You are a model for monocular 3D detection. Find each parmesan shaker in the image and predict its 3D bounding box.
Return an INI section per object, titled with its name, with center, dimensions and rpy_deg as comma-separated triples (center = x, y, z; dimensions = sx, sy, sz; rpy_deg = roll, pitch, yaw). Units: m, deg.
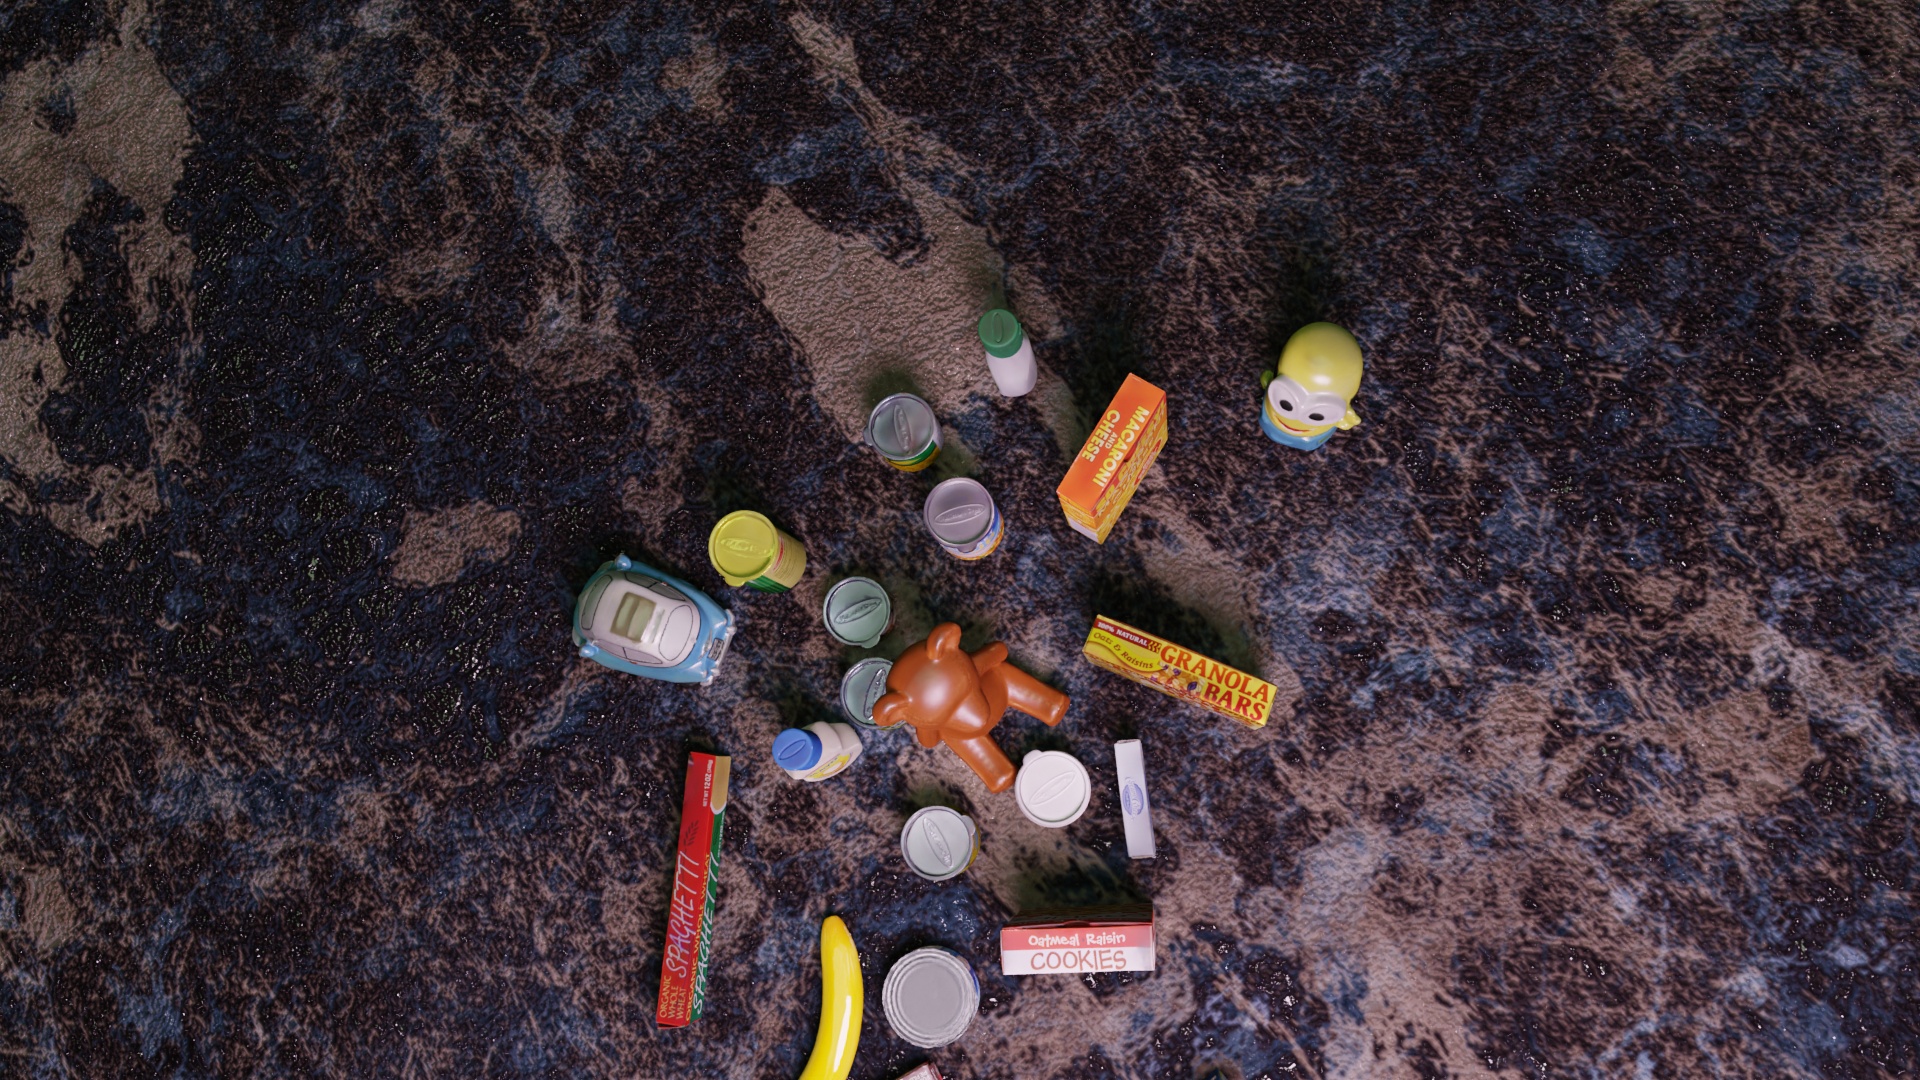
[parmesan shaker]
center = -0.192, 0.015, 1.319
dimensions = 0.071, 0.103, 0.071
rpy_deg = -1, 80, 8

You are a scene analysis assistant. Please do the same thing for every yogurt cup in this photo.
[yogurt cup]
center = 0.086, 0.226, 1.267
dimensions = 0.072, 0.054, 0.072
rpy_deg = -1, 80, 8

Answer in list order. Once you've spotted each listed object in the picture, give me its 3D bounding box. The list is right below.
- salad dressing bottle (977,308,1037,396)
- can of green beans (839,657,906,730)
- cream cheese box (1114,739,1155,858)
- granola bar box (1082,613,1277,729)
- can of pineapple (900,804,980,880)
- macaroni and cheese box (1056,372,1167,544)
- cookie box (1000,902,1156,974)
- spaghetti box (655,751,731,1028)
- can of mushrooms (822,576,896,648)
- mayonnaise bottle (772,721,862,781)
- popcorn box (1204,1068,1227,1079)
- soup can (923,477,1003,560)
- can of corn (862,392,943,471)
[salad dressing bottle]
center = 0.044, -0.177, 1.297
dimensions = 0.044, 0.147, 0.064
rpy_deg = -4, 80, 8
[can of green beans]
center = -0.075, 0.145, 1.303
dimensions = 0.071, 0.057, 0.071
rpy_deg = -1, 80, 8
[cream cheese box]
center = 0.158, 0.233, 1.256
dimensions = 0.024, 0.053, 0.104
rpy_deg = -8, 79, 7
[granola bar box]
center = 0.194, 0.118, 1.235
dimensions = 0.166, 0.124, 0.039
rpy_deg = 22, 84, 11
[can of pineapple]
center = -0.016, 0.275, 1.271
dimensions = 0.071, 0.058, 0.071
rpy_deg = -1, 80, 8
[macaroni and cheese box]
center = 0.140, -0.070, 1.254
dimensions = 0.040, 0.166, 0.124
rpy_deg = 31, 86, 12
[cookie box]
center = 0.104, 0.338, 1.186
dimensions = 0.123, 0.167, 0.040
rpy_deg = -5, 80, 8
[spaghetti box]
center = -0.249, 0.324, 1.300
dimensions = 0.029, 0.050, 0.250
rpy_deg = 4, 81, 9
[can of mushrooms]
center = -0.096, 0.071, 1.331
dimensions = 0.071, 0.033, 0.071
rpy_deg = -1, 80, 8
[mayonnaise bottle]
center = -0.133, 0.191, 1.257
dimensions = 0.065, 0.148, 0.041
rpy_deg = -34, 78, 2
[popcorn box]
center = 0.188, 0.516, 1.185
dimensions = 0.127, 0.085, 0.038
rpy_deg = -44, 77, -1
[soup can]
center = 0.005, -0.016, 1.307
dimensions = 0.071, 0.083, 0.071
rpy_deg = -1, 80, 8
[can of corn]
center = -0.055, -0.103, 1.344
dimensions = 0.071, 0.058, 0.071
rpy_deg = -1, 80, 8
